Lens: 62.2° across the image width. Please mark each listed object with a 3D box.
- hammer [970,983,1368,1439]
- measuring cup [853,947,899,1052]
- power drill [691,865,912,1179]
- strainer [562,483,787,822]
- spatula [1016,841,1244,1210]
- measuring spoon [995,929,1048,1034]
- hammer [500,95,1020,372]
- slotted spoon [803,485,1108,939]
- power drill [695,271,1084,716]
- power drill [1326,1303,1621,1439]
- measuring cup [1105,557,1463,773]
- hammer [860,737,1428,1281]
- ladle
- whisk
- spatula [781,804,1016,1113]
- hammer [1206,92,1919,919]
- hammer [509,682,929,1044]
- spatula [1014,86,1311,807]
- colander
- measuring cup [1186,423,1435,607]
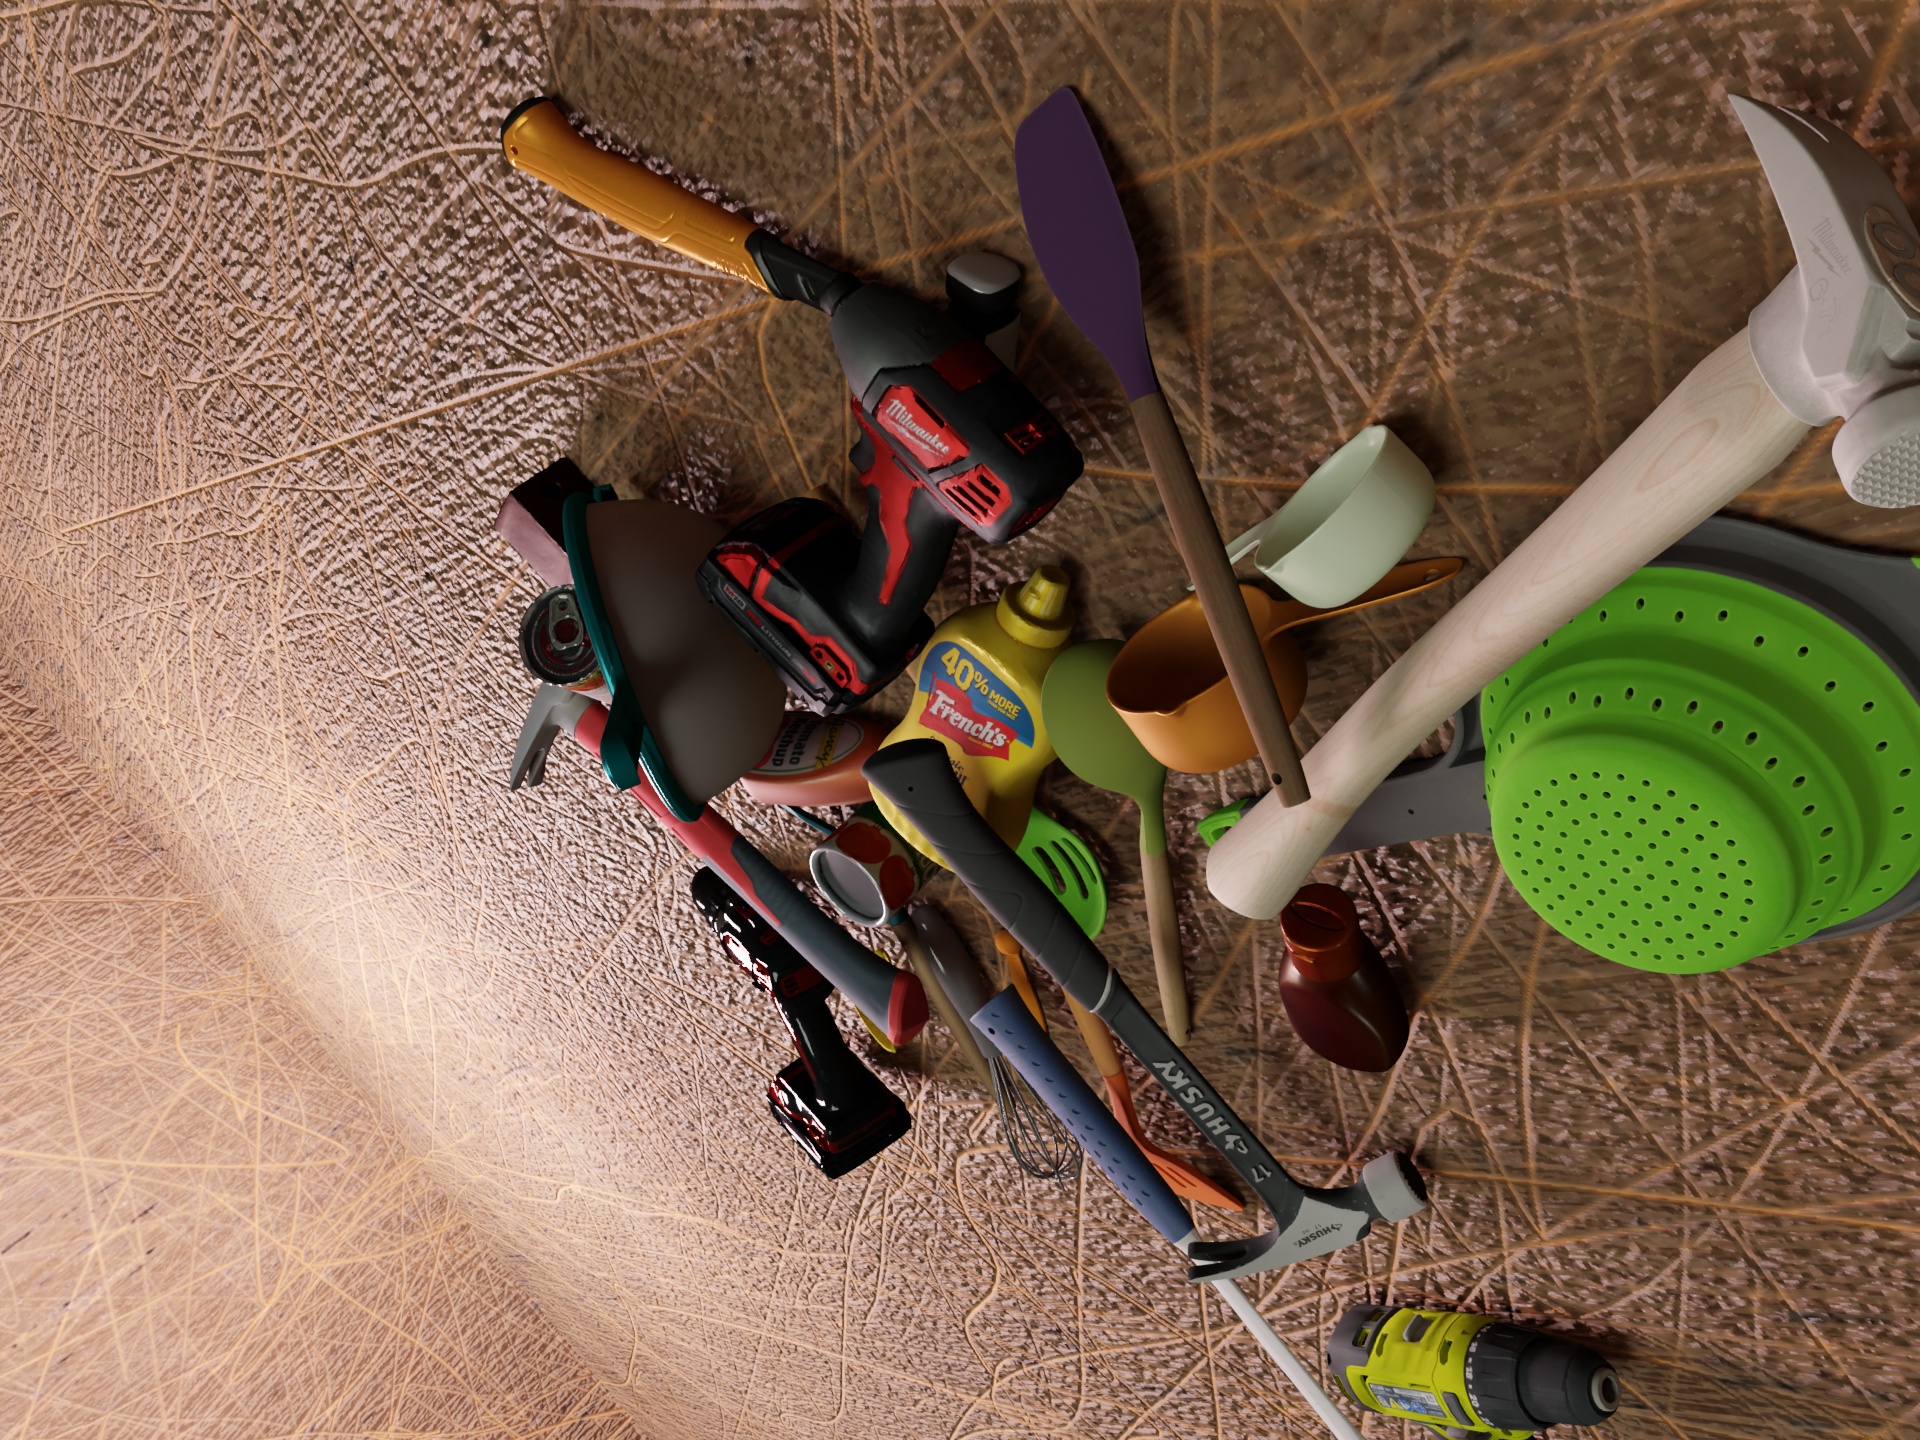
[{"bbox_3d":[0.147,0.341,1.021,0.405,0.035,0.144,50,145,10],"label":"hammer"},{"bbox_3d":[-0.051,0.194,1.158,0.062,0.029,0.156,50,156,20],"label":"measuring cup"},{"bbox_3d":[-0.134,0.222,1.238,0.188,0.080,0.226,28,141,54],"label":"power drill"},{"bbox_3d":[-0.150,-0.034,0.906,0.340,0.095,0.211,-118,9,-73],"label":"strainer"},{"bbox_3d":[0.096,0.203,1.040,0.081,0.041,0.322,-1,118,48],"label":"spatula"},{"bbox_3d":[0.042,0.190,1.090,0.021,0.011,0.116,14,133,39],"label":"measuring spoon"},{"bbox_3d":[-0.114,-0.239,0.827,0.337,0.034,0.127,32,141,22],"label":"hammer"},{"bbox_3d":[-0.001,-0.003,0.940,0.070,0.031,0.313,-22,104,47],"label":"slotted spoon"},{"bbox_3d":[-0.044,-0.109,0.781,0.143,0.078,0.219,46,141,3],"label":"power drill"},{"bbox_3d":[0.351,0.457,0.966,0.228,0.080,0.190,57,145,-8],"label":"power drill"},{"bbox_3d":[0.152,-0.028,0.723,0.173,0.095,0.052,-18,123,32],"label":"measuring cup"},{"bbox_3d":[0.087,0.165,0.892,0.149,0.036,0.408,-35,106,21],"label":"hammer"},{"bbox_3d":[0.100,0.083,0.893,0.062,0.078,0.319,19,143,30],"label":"ladle"},{"bbox_3d":[0.025,0.232,1.121,0.055,0.055,0.239,-10,111,51],"label":"whisk"},{"bbox_3d":[-0.041,0.167,1.130,0.317,0.044,0.082,61,163,-21],"label":"spatula"},{"bbox_3d":[0.195,-0.037,0.609,0.038,0.146,0.410,8,148,-17],"label":"hammer"},{"bbox_3d":[-0.175,0.101,1.126,0.387,0.038,0.143,40,115,22],"label":"hammer"},{"bbox_3d":[0.086,-0.112,0.676,0.060,0.018,0.316,-24,86,56],"label":"spatula"},{"bbox_3d":[0.229,0.046,0.682,0.397,0.094,0.204,-19,109,53],"label":"colander"},{"bbox_3d":[0.147,-0.072,0.694,0.038,0.083,0.167,39,162,-7],"label":"measuring cup"}]
